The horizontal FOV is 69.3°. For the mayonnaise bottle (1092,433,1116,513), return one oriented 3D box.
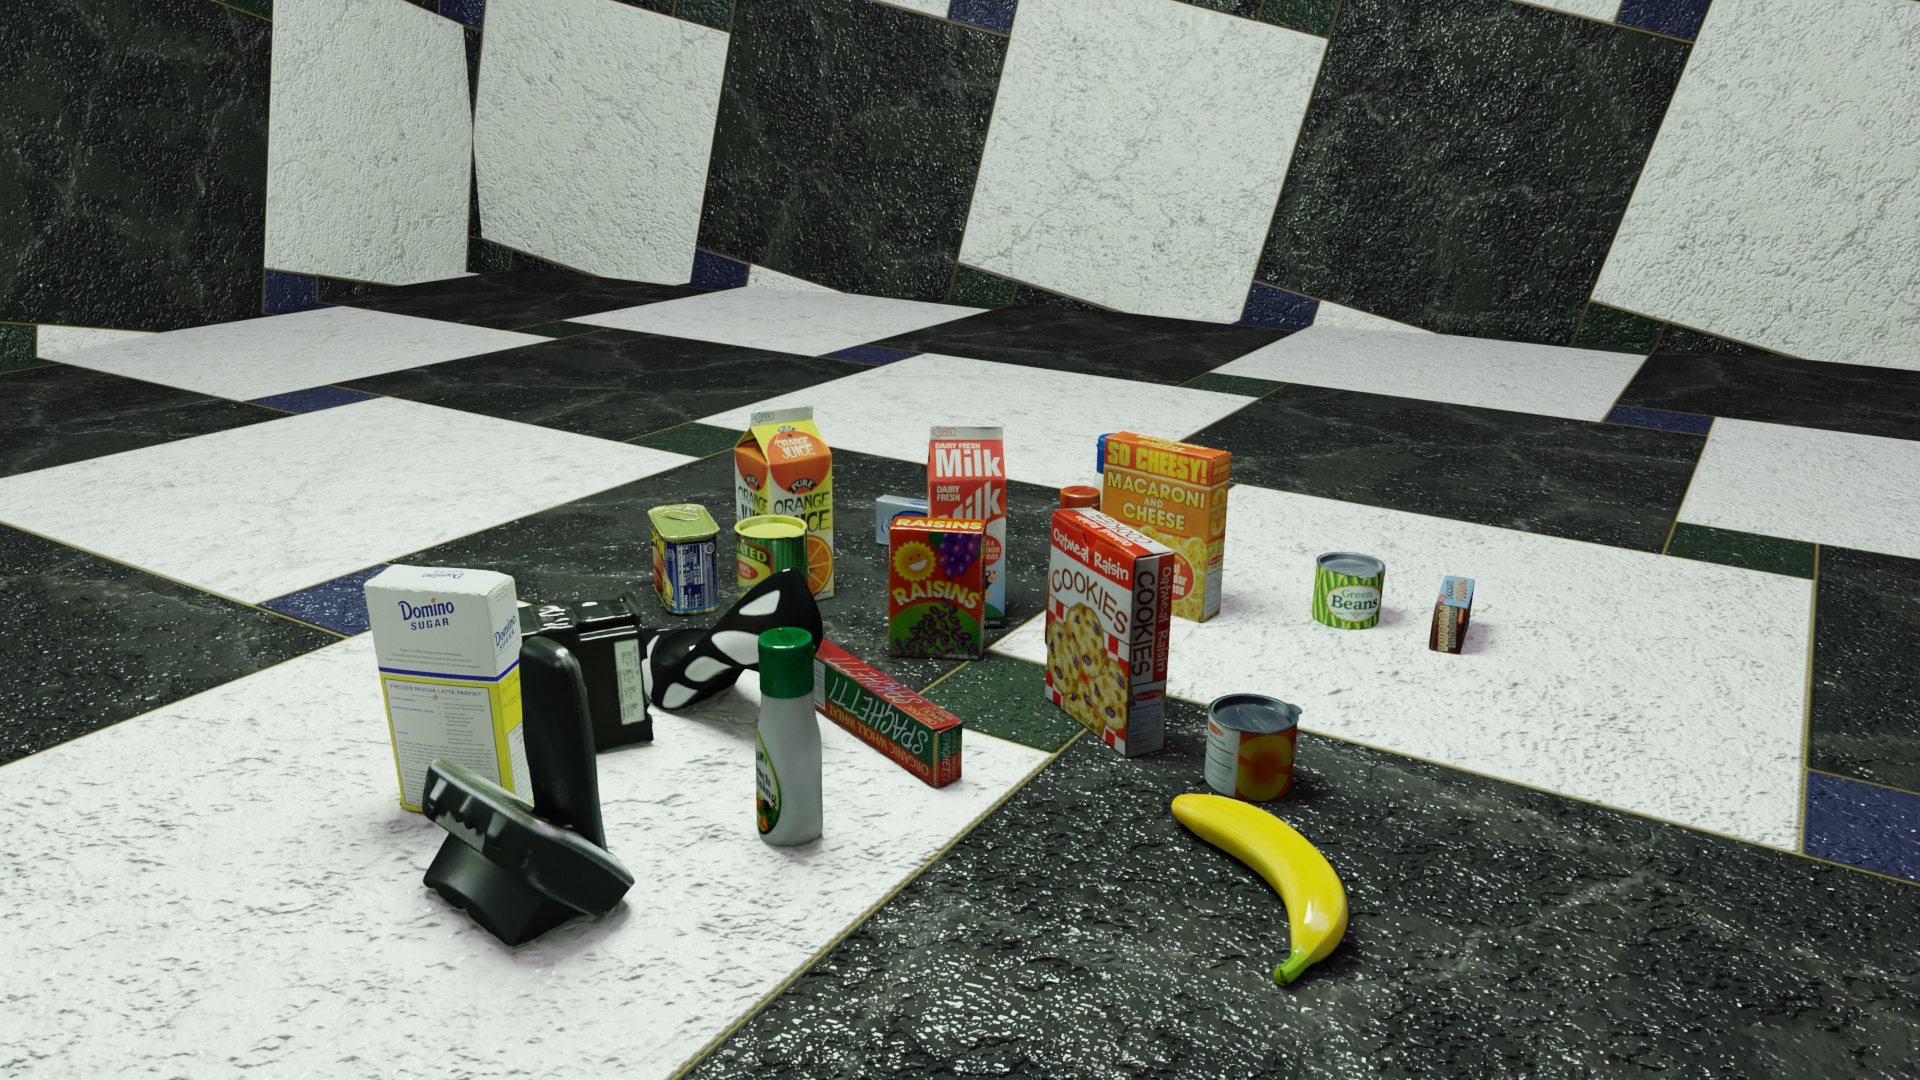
[{"bbox_3d":[0.159,-0.037,1.457,0.041,0.147,0.065,8,19,20],"label":"mayonnaise bottle"}]

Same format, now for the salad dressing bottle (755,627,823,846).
[{"bbox_3d":[-0.117,0.133,0.942,0.044,0.147,0.064,-7,20,-23],"label":"salad dressing bottle"}]

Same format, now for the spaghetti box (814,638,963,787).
[{"bbox_3d":[-0.083,0.126,1.115,0.029,0.050,0.250,-13,23,-36],"label":"spaghetti box"}]

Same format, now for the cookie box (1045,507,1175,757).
[{"bbox_3d":[0.116,0.070,1.109,0.040,0.166,0.123,-8,20,-26],"label":"cookie box"}]

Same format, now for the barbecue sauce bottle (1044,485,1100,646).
[{"bbox_3d":[0.107,0.025,1.270,0.044,0.148,0.065,16,23,38],"label":"barbecue sauce bottle"}]

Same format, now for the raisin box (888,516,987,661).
[{"bbox_3d":[-0.020,0.043,1.250,0.086,0.123,0.040,3,18,6],"label":"raisin box"}]

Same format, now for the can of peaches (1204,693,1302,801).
[{"bbox_3d":[0.219,0.154,1.036,0.071,0.057,0.071,1,18,0],"label":"can of peaches"}]

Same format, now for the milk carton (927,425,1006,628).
[{"bbox_3d":[0.005,-0.017,1.322,0.072,0.189,0.074,0,18,-4],"label":"milk carton"}]

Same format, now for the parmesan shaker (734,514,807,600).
[{"bbox_3d":[-0.174,0.035,1.295,0.071,0.102,0.071,1,18,0],"label":"parmesan shaker"}]

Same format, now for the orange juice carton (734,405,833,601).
[{"bbox_3d":[-0.174,-0.037,1.369,0.072,0.192,0.073,-12,22,-34],"label":"orange juice carton"}]

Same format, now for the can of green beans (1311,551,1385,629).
[{"bbox_3d":[0.378,0.049,1.355,0.071,0.057,0.071,1,18,0],"label":"can of green beans"}]

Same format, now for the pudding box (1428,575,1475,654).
[{"bbox_3d":[0.465,0.069,1.313,0.030,0.049,0.084,9,20,23],"label":"pudding box"}]

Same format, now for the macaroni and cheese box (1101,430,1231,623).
[{"bbox_3d":[0.199,-0.016,1.367,0.124,0.165,0.040,15,23,37],"label":"macaroni and cheese box"}]

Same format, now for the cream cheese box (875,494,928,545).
[{"bbox_3d":[-0.044,-0.017,1.534,0.104,0.053,0.024,9,20,22],"label":"cream cheese box"}]
